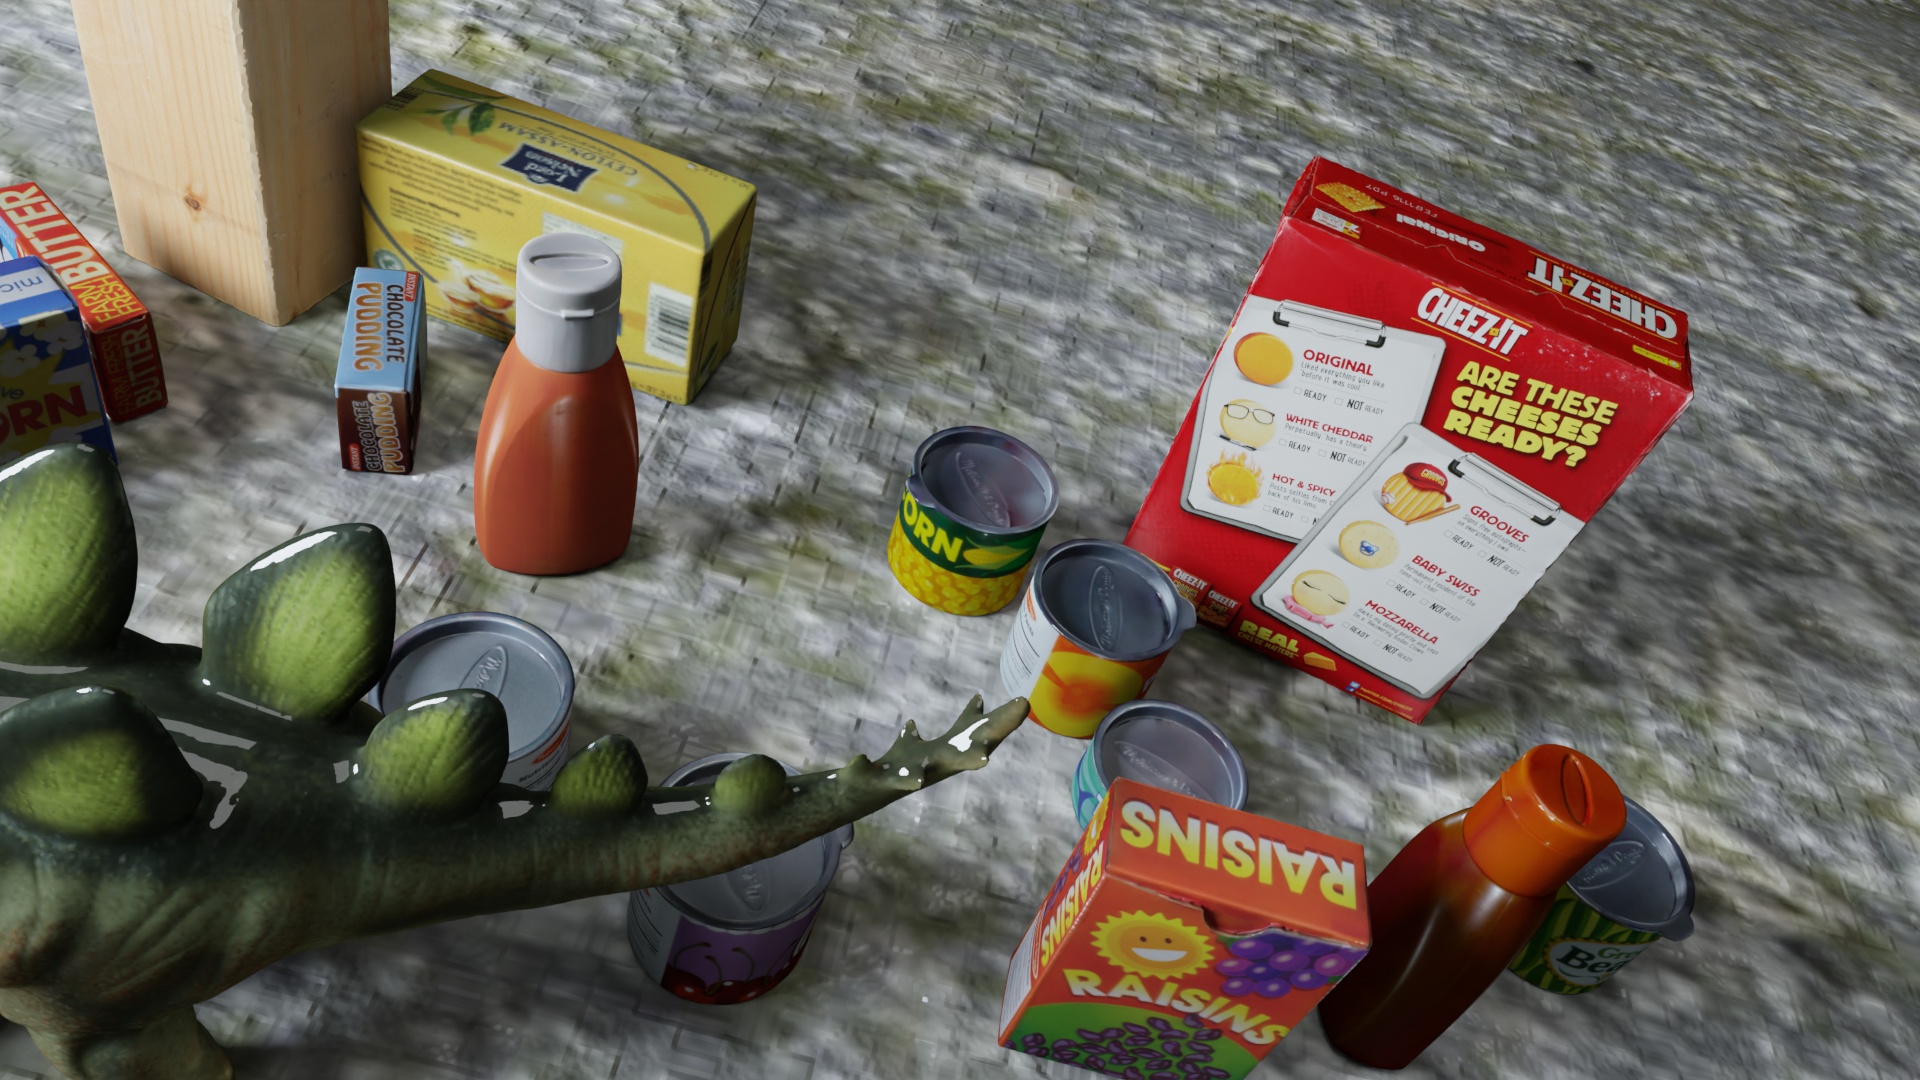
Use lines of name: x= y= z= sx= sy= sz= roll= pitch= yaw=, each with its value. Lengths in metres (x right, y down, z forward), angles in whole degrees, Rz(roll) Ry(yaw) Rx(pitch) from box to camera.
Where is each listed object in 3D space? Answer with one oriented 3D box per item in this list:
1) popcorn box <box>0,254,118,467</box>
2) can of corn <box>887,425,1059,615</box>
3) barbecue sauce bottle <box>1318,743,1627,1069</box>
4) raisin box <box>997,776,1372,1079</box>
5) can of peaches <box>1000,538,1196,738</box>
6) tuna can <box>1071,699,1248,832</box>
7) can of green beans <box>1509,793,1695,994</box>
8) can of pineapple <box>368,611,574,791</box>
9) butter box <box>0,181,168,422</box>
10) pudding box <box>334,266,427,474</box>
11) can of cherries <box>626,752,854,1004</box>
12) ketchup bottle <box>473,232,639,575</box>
popcorn box: x=-0.385 y=-0.044 z=0.503 sx=0.038 sy=0.084 sz=0.127 roll=42 pitch=48 yaw=21
can of corn: x=0.002 y=-0.008 z=0.625 sx=0.071 sy=0.058 sz=0.071 roll=10 pitch=45 yaw=-10
barbecue sauce bottle: x=0.176 y=0.128 z=0.490 sx=0.044 sy=0.147 sz=0.065 roll=20 pitch=44 yaw=0
raisin box: x=0.070 y=0.137 z=0.462 sx=0.086 sy=0.122 sz=0.040 roll=17 pitch=44 yaw=-3
can of peaches: x=0.057 y=0.043 z=0.595 sx=0.071 sy=0.057 sz=0.071 roll=10 pitch=45 yaw=-10
tuna can: x=0.079 y=0.102 z=0.564 sx=0.071 sy=0.032 sz=0.071 roll=10 pitch=45 yaw=-10
can of green beans: x=0.252 y=0.143 z=0.568 sx=0.071 sy=0.057 sz=0.071 roll=10 pitch=45 yaw=-10
can of pineapple: x=-0.173 y=0.067 z=0.490 sx=0.071 sy=0.057 sz=0.071 roll=10 pitch=45 yaw=-10
butter box: x=-0.373 y=-0.101 z=0.585 sx=0.104 sy=0.052 sz=0.024 roll=41 pitch=48 yaw=21
pudding box: x=-0.251 y=-0.075 z=0.606 sx=0.030 sy=0.049 sz=0.084 roll=2 pitch=47 yaw=-18
can of cherries: x=-0.076 y=0.116 z=0.476 sx=0.071 sy=0.058 sz=0.072 roll=10 pitch=45 yaw=-10
ketchup bottle: x=-0.156 y=-0.049 z=0.544 sx=0.065 sy=0.148 sz=0.044 roll=-6 pitch=50 yaw=-25
